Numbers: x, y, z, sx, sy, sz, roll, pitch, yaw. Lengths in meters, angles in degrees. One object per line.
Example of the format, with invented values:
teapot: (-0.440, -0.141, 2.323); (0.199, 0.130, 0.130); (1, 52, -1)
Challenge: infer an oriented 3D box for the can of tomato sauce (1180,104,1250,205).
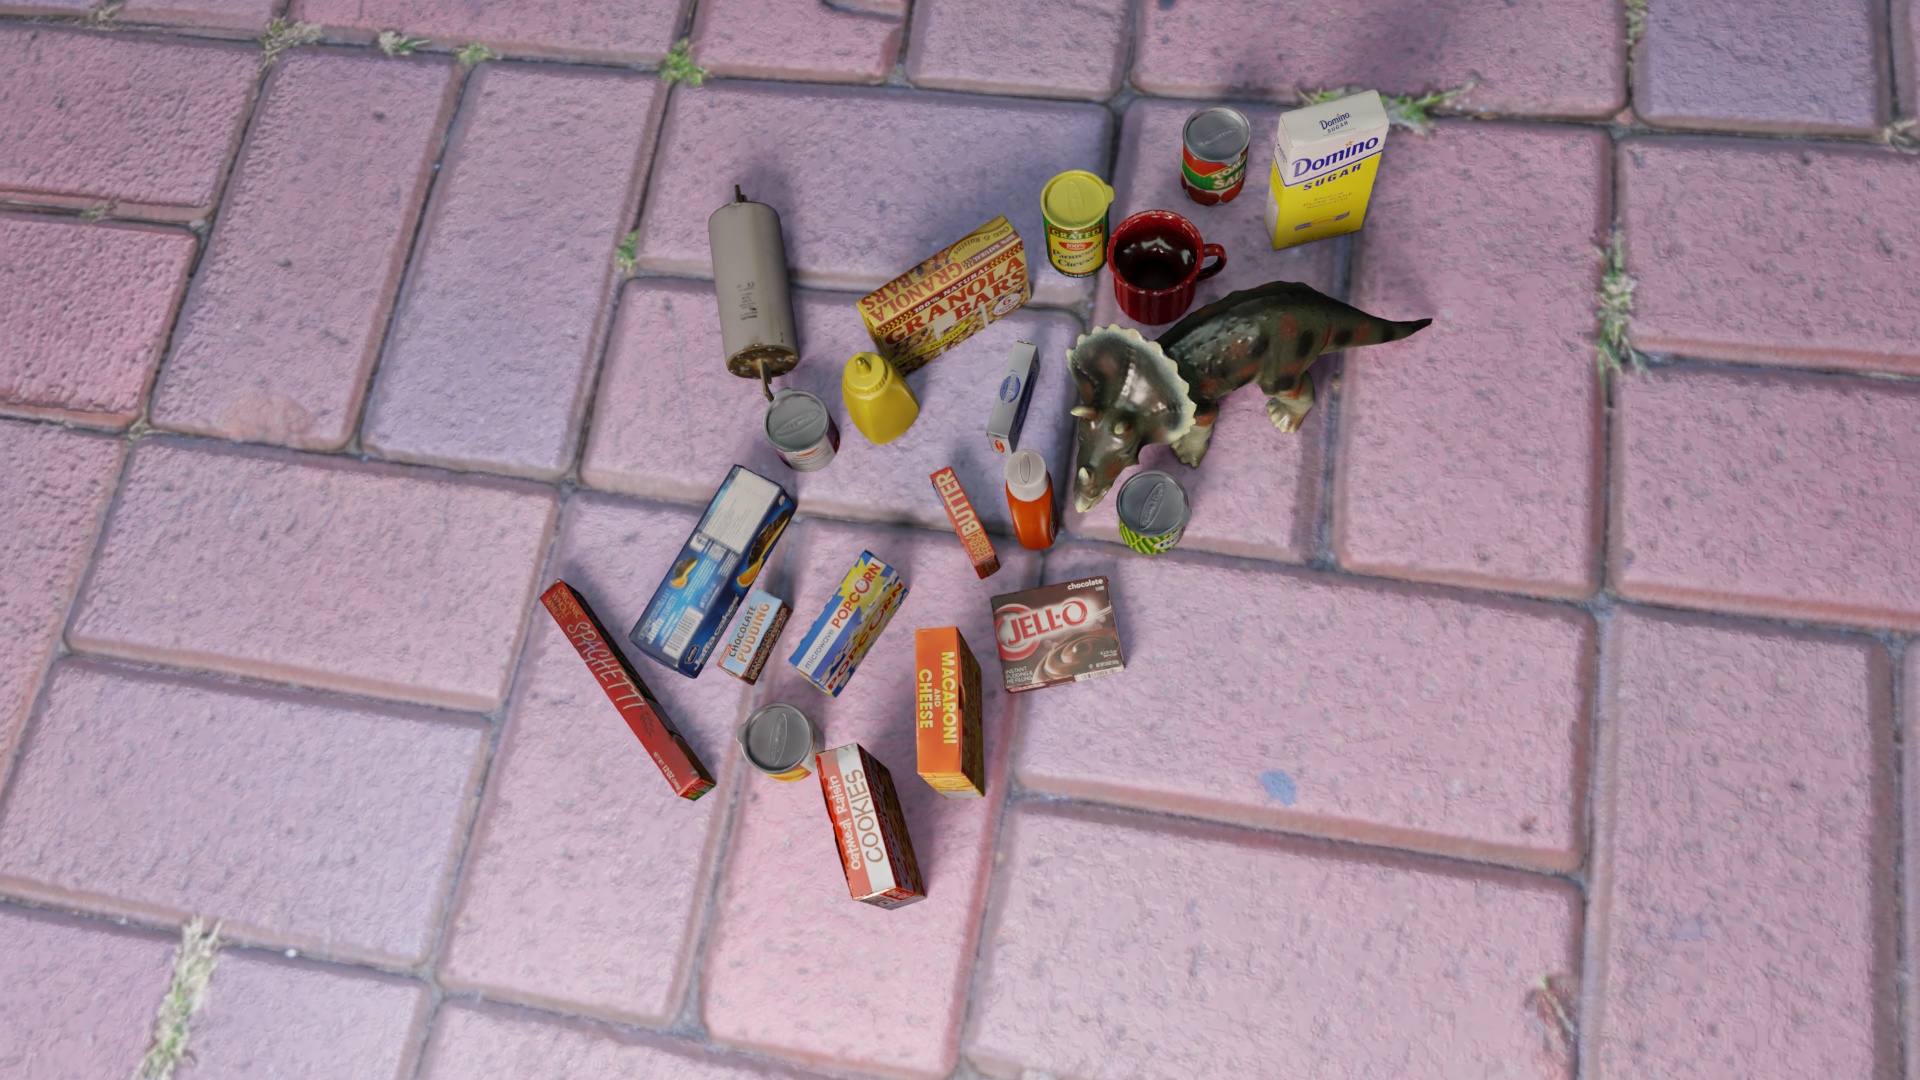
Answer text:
can of tomato sauce: (0.257, -0.385, 1.399); (0.071, 0.083, 0.071); (-2, 72, 7)

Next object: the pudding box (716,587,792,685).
pudding box: (-0.195, 0.091, 1.318); (0.030, 0.049, 0.084); (24, 77, 14)

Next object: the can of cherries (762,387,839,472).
can of cherries: (-0.157, -0.110, 1.374); (0.071, 0.058, 0.071); (-2, 72, 7)

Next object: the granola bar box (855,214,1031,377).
granola bar box: (-0.012, -0.235, 1.362); (0.166, 0.124, 0.039); (-32, 71, -4)

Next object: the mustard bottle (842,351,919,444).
mustard bottle: (-0.081, -0.143, 1.322); (0.065, 0.160, 0.049); (-39, 72, -5)

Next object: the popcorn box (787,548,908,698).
popcorn box: (-0.103, 0.079, 1.292); (0.038, 0.085, 0.127); (31, 78, 15)

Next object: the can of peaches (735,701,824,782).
can of peaches: (-0.165, 0.186, 1.279); (0.071, 0.058, 0.071); (-2, 72, 7)

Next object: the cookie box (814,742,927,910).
cookie box: (-0.076, 0.248, 1.190); (0.040, 0.167, 0.123); (-19, 71, 1)

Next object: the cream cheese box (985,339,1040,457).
cream cheese box: (0.052, -0.138, 1.360); (0.024, 0.053, 0.104); (14, 74, 11)

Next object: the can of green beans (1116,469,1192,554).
can of green beans: (0.180, -0.026, 1.305); (0.071, 0.057, 0.071); (-2, 72, 7)

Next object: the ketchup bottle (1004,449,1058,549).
ketchup bottle: (0.064, -0.041, 1.276); (0.043, 0.148, 0.065); (-3, 72, 7)

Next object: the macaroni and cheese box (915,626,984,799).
macaroni and cheese box: (-0.007, 0.153, 1.213); (0.040, 0.166, 0.124); (-4, 72, 6)

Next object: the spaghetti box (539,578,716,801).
spaghetti box: (-0.317, 0.140, 1.317); (0.029, 0.050, 0.250); (-38, 72, -5)

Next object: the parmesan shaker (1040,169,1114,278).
parmesan shaker: (0.119, -0.313, 1.383); (0.071, 0.103, 0.071); (-2, 72, 7)

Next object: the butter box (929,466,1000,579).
butter box: (0.005, -0.017, 1.326); (0.024, 0.053, 0.104); (-27, 71, -1)
